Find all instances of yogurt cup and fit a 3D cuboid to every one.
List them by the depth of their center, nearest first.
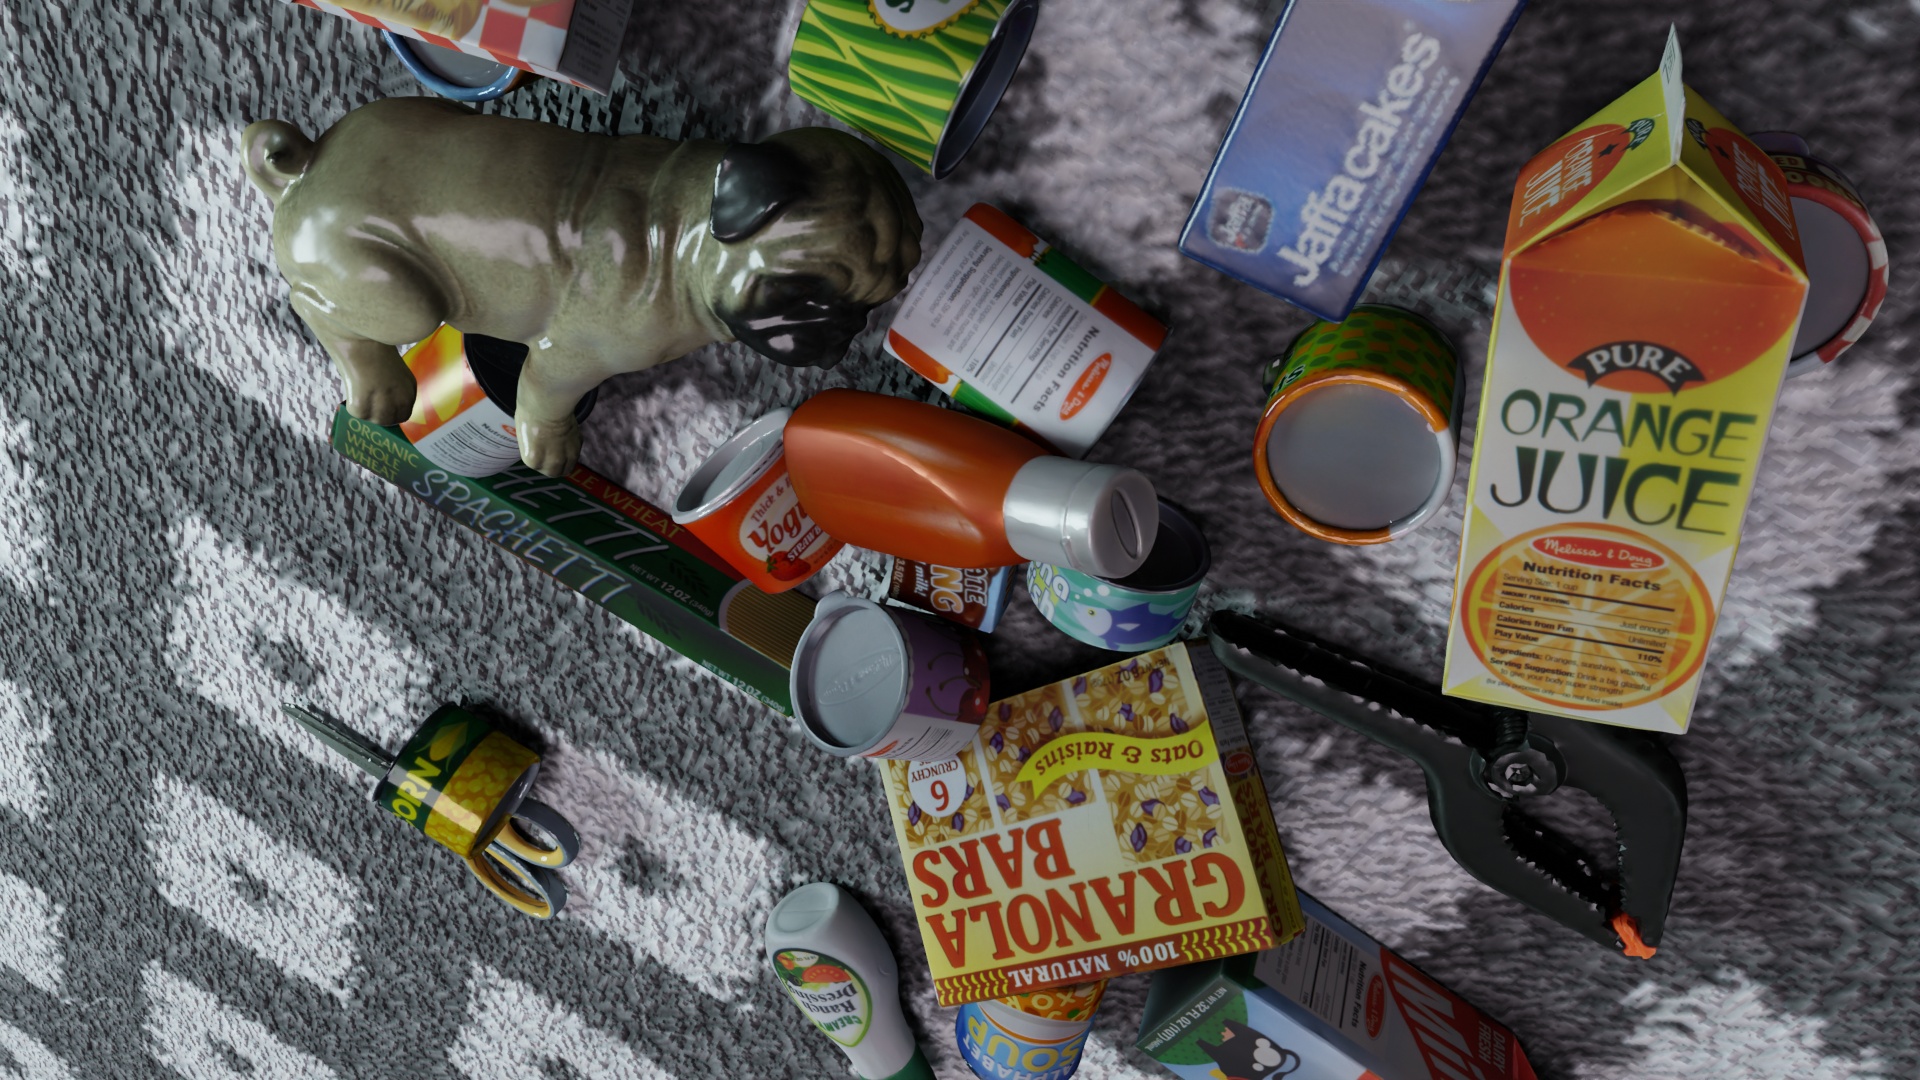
[{"bbox_3d":[-0.079,-0.015,0.584,0.072,0.073,0.054,-25,117,33],"label":"yogurt cup"}]

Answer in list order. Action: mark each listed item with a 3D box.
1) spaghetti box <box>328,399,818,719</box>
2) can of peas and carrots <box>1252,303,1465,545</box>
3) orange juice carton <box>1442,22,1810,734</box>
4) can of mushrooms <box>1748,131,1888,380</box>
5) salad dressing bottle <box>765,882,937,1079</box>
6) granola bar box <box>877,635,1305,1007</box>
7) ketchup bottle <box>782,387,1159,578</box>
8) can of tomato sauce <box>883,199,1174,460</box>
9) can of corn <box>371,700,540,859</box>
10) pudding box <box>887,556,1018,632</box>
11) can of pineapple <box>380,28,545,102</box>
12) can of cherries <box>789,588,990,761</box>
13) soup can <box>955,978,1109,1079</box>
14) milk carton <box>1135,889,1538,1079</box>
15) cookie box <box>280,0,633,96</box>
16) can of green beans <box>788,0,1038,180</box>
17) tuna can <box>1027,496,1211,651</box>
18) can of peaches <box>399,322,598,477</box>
[{"bbox_3d":[-0.169,-0.002,0.638,0.250,0.050,0.028,30,126,3],"label":"spaghetti box"},{"bbox_3d":[0.135,-0.041,0.478,0.071,0.059,0.070,11,124,16],"label":"can of peas and carrots"},{"bbox_3d":[0.190,-0.043,0.403,0.073,0.072,0.191,9,126,21],"label":"orange juice carton"},{"bbox_3d":[0.241,-0.085,0.422,0.071,0.034,0.070,11,125,17],"label":"can of mushrooms"},{"bbox_3d":[-0.055,0.256,0.758,0.064,0.044,0.147,-12,116,28],"label":"salad dressing bottle"},{"bbox_3d":[0.050,0.123,0.597,0.165,0.039,0.124,-22,77,32],"label":"granola bar box"},{"bbox_3d":[0.001,-0.017,0.494,0.149,0.044,0.064,14,137,44],"label":"ketchup bottle"},{"bbox_3d":[0.024,-0.073,0.502,0.083,0.071,0.070,35,128,-1],"label":"can of tomato sauce"},{"bbox_3d":[-0.272,0.132,0.754,0.058,0.071,0.070,32,128,0],"label":"can of corn"},{"bbox_3d":[0.002,-0.007,0.574,0.050,0.030,0.083,19,127,11],"label":"pudding box"},{"bbox_3d":[-0.169,-0.198,0.507,0.071,0.058,0.070,11,125,16],"label":"can of pineapple"},{"bbox_3d":[-0.030,0.058,0.597,0.071,0.058,0.071,-10,74,37],"label":"can of cherries"},{"bbox_3d":[0.036,0.221,0.681,0.071,0.072,0.083,19,126,11],"label":"soup can"},{"bbox_3d":[0.182,0.237,0.628,0.190,0.074,0.072,33,128,0],"label":"milk carton"},{"bbox_3d":[-0.151,-0.241,0.437,0.123,0.040,0.167,18,98,9],"label":"cookie box"},{"bbox_3d":[-0.016,-0.163,0.459,0.058,0.071,0.071,32,128,2],"label":"can of green beans"},{"bbox_3d":[0.058,0.010,0.537,0.071,0.071,0.032,22,127,9],"label":"tuna can"},{"bbox_3d":[-0.201,-0.069,0.600,0.058,0.071,0.071,-24,109,33],"label":"can of peaches"}]
